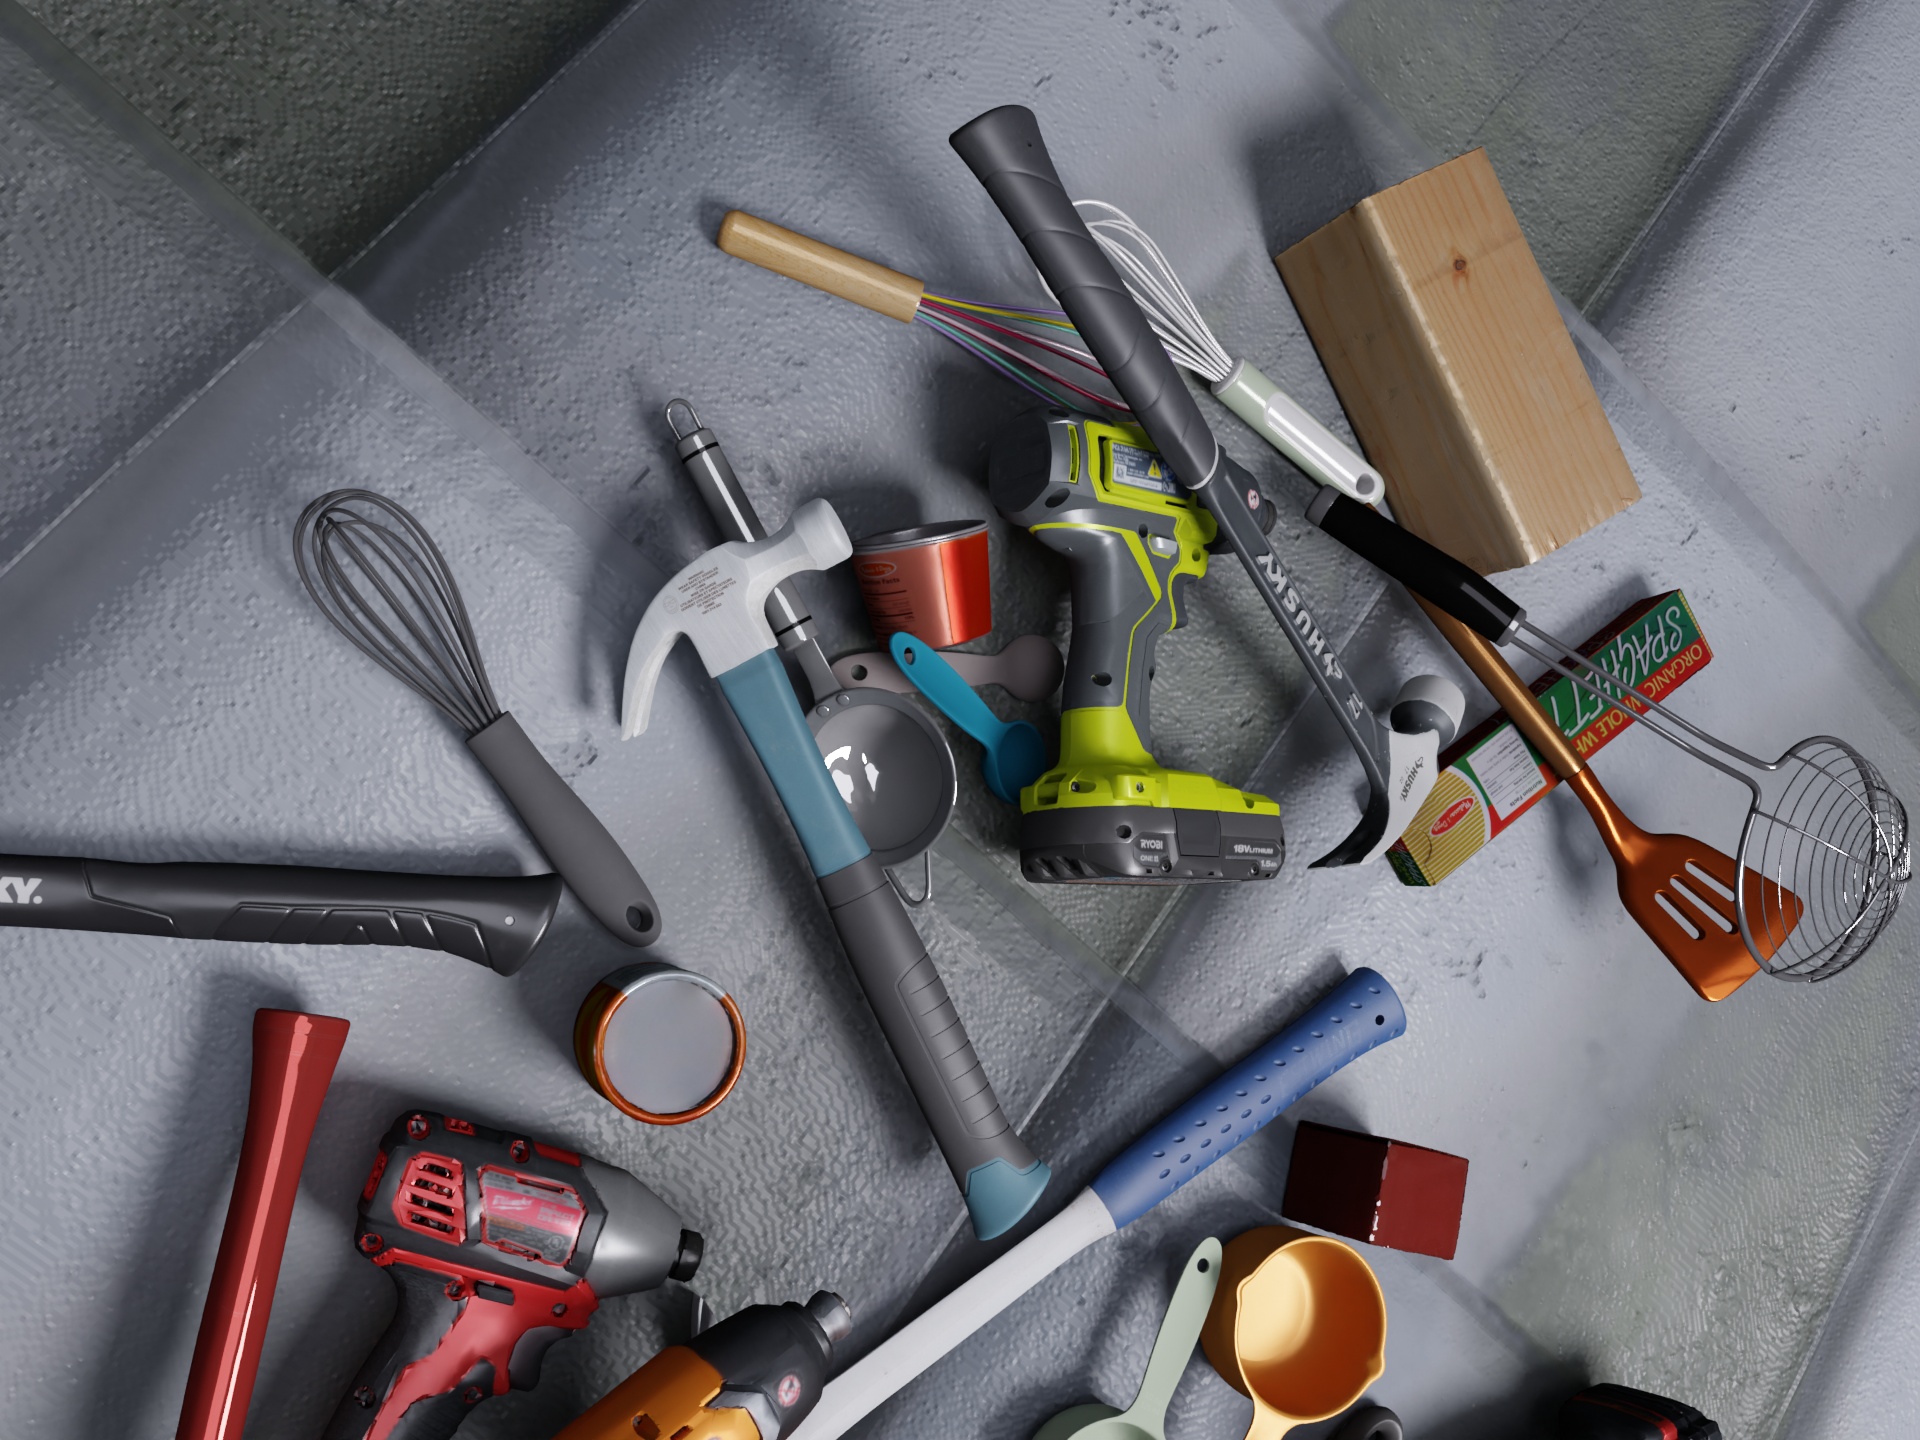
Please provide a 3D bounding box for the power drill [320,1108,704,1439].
[{"bbox_3d":[-0.198,0.282,0.647,0.143,0.078,0.220,21,75,-18],"label":"power drill"}]

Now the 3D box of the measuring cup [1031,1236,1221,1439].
[{"bbox_3d":[0.083,0.327,0.769,0.083,0.038,0.168,31,74,-16],"label":"measuring cup"}]

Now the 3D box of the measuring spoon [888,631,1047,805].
[{"bbox_3d":[-0.001,-0.002,0.756,0.128,0.021,0.042,44,55,-39],"label":"measuring spoon"}]

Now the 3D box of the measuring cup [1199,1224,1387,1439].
[{"bbox_3d":[0.142,0.333,0.785,0.095,0.052,0.174,33,76,-15],"label":"measuring cup"}]

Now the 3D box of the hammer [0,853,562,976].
[{"bbox_3d":[-0.330,0.065,0.632,0.334,0.035,0.146,5,83,-19],"label":"hammer"}]

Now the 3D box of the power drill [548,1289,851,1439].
[{"bbox_3d":[-0.075,0.351,0.632,0.164,0.084,0.226,-31,103,-34],"label":"power drill"}]

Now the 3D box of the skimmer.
[{"bbox_3d":[0.332,-0.003,0.836,0.363,0.090,0.127,35,73,11],"label":"skimmer"}]

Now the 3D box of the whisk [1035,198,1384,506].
[{"bbox_3d":[0.136,-0.187,0.838,0.246,0.059,0.058,35,86,-20],"label":"whisk"}]

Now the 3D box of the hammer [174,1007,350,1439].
[{"bbox_3d":[-0.283,0.289,0.589,0.036,0.149,0.359,14,73,-24],"label":"hammer"}]

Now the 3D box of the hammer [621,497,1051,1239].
[{"bbox_3d":[-0.045,0.077,0.712,0.128,0.033,0.331,-25,92,7],"label":"hammer"}]

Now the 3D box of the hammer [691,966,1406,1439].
[{"bbox_3d":[0.057,0.237,0.769,0.405,0.035,0.144,-30,96,-21],"label":"hammer"}]

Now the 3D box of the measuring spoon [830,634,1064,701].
[{"bbox_3d":[-0.004,-0.025,0.781,0.124,0.018,0.034,-2,86,-21],"label":"measuring spoon"}]

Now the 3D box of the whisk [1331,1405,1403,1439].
[{"bbox_3d":[0.124,0.447,0.766,0.296,0.073,0.073,-40,99,-27],"label":"whisk"}]

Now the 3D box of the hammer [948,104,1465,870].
[{"bbox_3d":[0.119,-0.103,0.747,0.408,0.036,0.149,53,49,-22],"label":"hammer"}]

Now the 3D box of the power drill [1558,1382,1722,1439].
[{"bbox_3d":[0.290,0.447,0.791,0.226,0.080,0.188,-4,86,-34],"label":"power drill"}]

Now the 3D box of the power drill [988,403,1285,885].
[{"bbox_3d":[0.097,-0.032,0.784,0.171,0.080,0.223,6,79,-37],"label":"power drill"}]

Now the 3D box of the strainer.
[{"bbox_3d":[-0.070,-0.034,0.740,0.087,0.050,0.258,-26,95,23],"label":"strainer"}]

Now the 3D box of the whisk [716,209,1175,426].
[{"bbox_3d":[-0.003,-0.196,0.790,0.245,0.047,0.051,18,77,-14],"label":"whisk"}]

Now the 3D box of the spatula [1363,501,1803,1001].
[{"bbox_3d":[0.322,0.007,0.859,0.081,0.041,0.322,-41,92,-11],"label":"spatula"}]

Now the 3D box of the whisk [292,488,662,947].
[{"bbox_3d":[-0.202,0.002,0.690,0.055,0.055,0.239,-38,103,-20],"label":"whisk"}]
